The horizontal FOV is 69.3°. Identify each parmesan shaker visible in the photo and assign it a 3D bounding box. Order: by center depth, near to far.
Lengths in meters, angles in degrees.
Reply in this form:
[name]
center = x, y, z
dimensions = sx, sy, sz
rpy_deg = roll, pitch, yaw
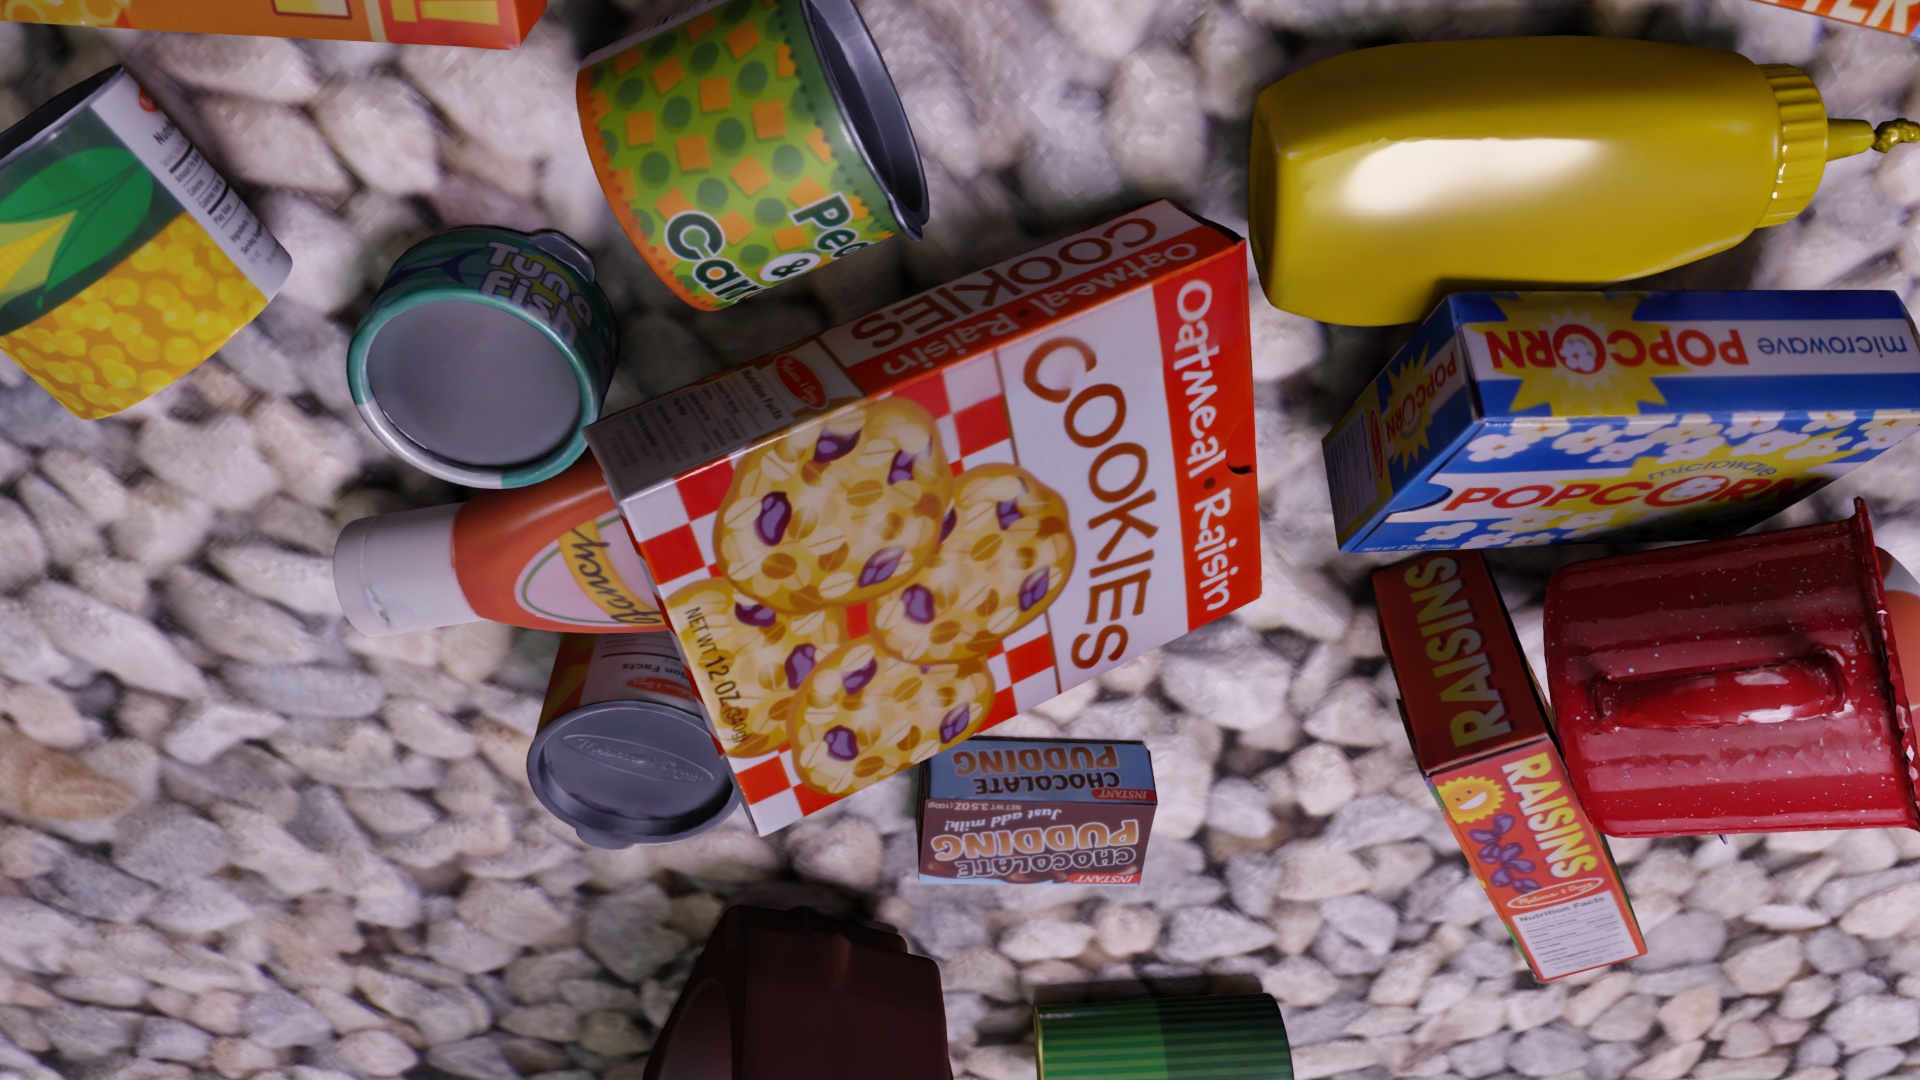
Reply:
[parmesan shaker]
center = 0.084, 0.227, 0.587
dimensions = 0.103, 0.072, 0.071
rpy_deg = -4, 129, 1

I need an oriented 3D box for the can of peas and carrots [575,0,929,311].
[can of peas and carrots]
center = -0.046, -0.092, 0.325
dimensions = 0.058, 0.071, 0.070
rpy_deg = -20, 127, 14

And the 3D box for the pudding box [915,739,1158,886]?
[pudding box]
center = 0.026, 0.100, 0.506
dimensions = 0.084, 0.030, 0.049
rpy_deg = 3, 130, -4

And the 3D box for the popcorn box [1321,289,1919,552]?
[popcorn box]
center = 0.174, -0.030, 0.374
dimensions = 0.127, 0.038, 0.085
rpy_deg = -2, 159, -9

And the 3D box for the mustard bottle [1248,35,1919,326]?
[mustard bottle]
center = 0.154, -0.092, 0.345
dimensions = 0.160, 0.049, 0.065
rpy_deg = -5, 136, 1

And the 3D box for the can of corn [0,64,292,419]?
[can of corn]
center = -0.211, -0.070, 0.337
dimensions = 0.071, 0.071, 0.058
rpy_deg = -22, 127, 15

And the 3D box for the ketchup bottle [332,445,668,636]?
[ketchup bottle]
center = -0.107, 0.000, 0.413
dimensions = 0.149, 0.044, 0.064
rpy_deg = -9, 129, 5

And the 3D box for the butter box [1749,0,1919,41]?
[butter box]
center = 0.214, -0.147, 0.319
dimensions = 0.103, 0.024, 0.052
rpy_deg = 9, 129, -9

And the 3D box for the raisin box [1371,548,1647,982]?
[raisin box]
center = 0.178, 0.073, 0.455
dimensions = 0.040, 0.086, 0.123
rpy_deg = -22, 127, 21

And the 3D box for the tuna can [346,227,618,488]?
[tuna can]
center = -0.128, -0.050, 0.378
dimensions = 0.071, 0.033, 0.070
rpy_deg = -1, 129, -1

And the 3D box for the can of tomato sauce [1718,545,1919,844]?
[can of tomato sauce]
center = 0.271, 0.049, 0.450
dimensions = 0.083, 0.071, 0.071
rpy_deg = -27, 125, 18

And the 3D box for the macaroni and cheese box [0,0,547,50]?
[macaroni and cheese box]
center = -0.175, -0.169, 0.277
dimensions = 0.166, 0.040, 0.123
rpy_deg = 2, 129, -4

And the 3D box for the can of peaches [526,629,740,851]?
[can of peaches]
center = -0.101, 0.056, 0.449
dimensions = 0.071, 0.058, 0.070
rpy_deg = -1, 129, -2

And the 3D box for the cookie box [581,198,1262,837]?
[cookie box]
center = 0.001, -0.005, 0.376
dimensions = 0.168, 0.040, 0.122
rpy_deg = -24, 130, -14
